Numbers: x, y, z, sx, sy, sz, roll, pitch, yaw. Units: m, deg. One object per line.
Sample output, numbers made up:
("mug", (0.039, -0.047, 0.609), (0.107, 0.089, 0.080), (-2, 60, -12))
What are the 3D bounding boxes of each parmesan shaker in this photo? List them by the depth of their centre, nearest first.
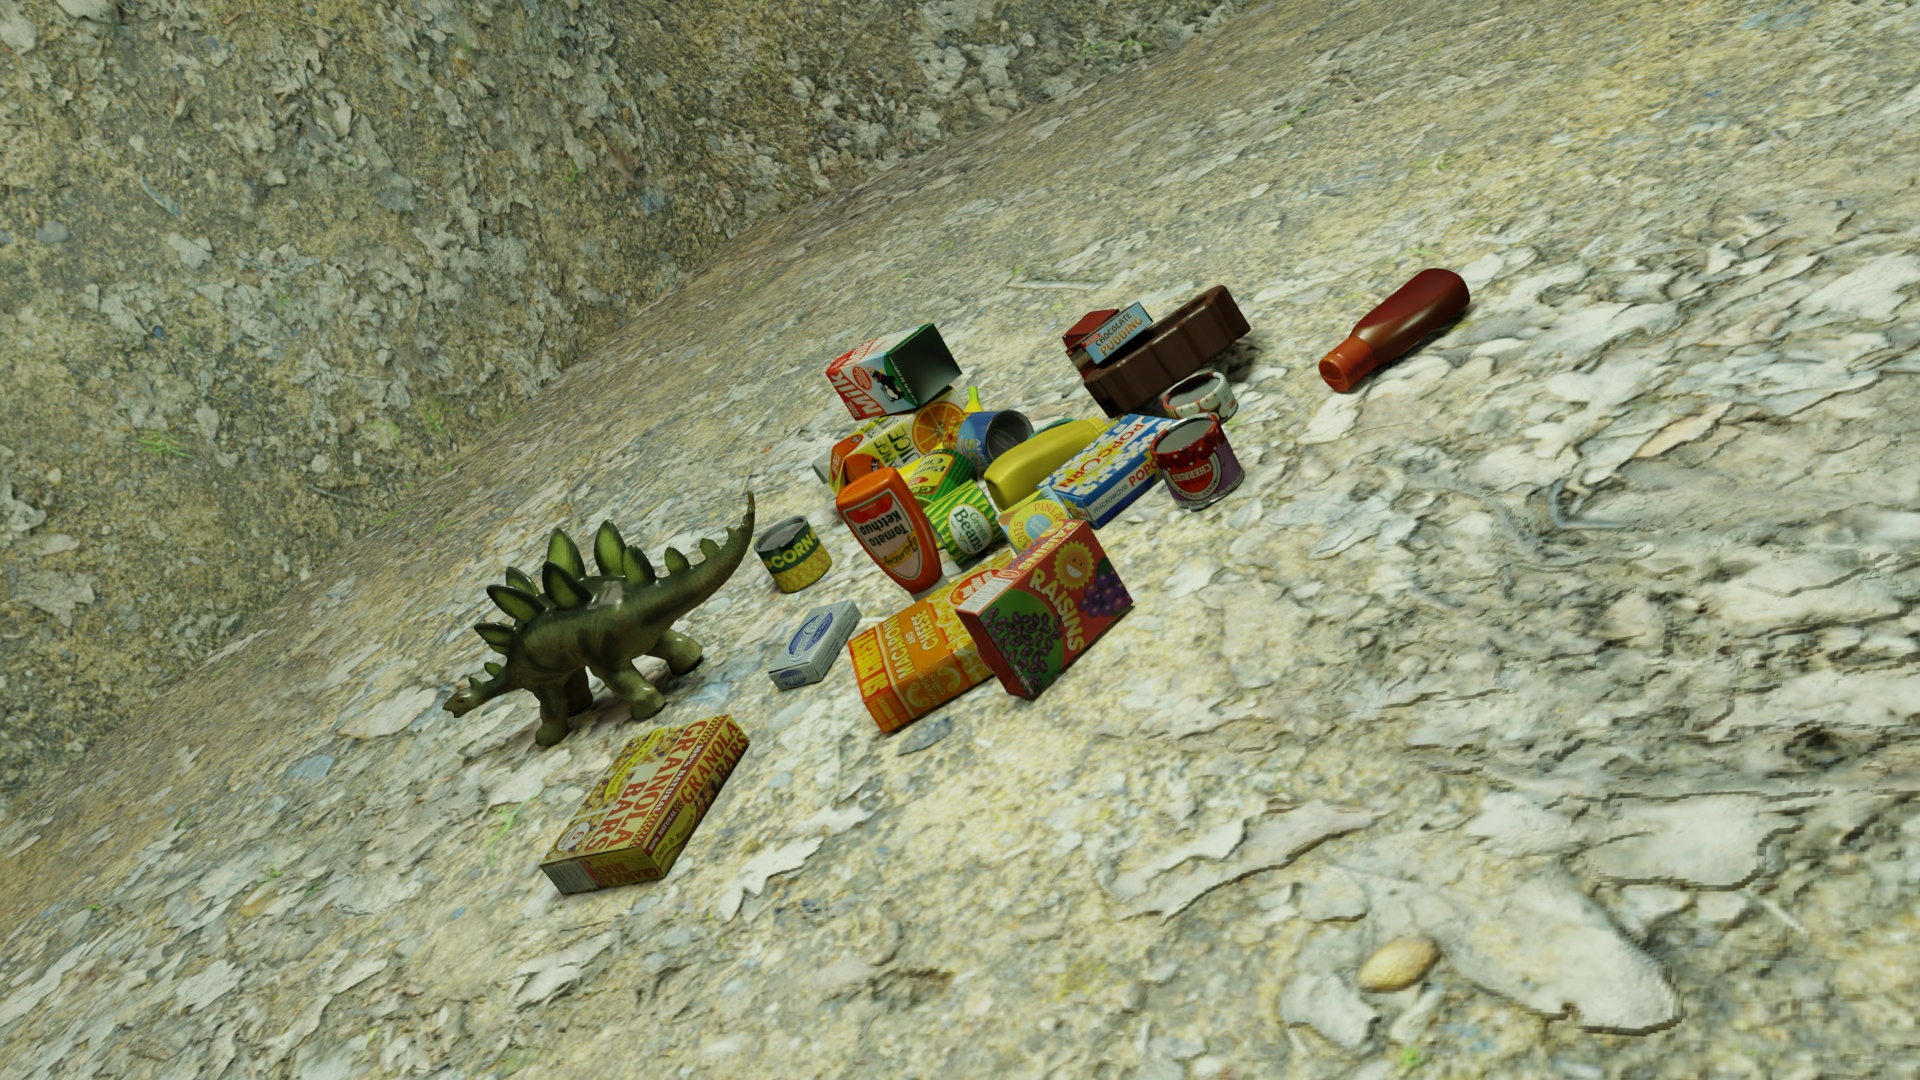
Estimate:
("parmesan shaker", (-0.030, -0.042, 1.434), (0.071, 0.071, 0.103), (-18, 25, 28))

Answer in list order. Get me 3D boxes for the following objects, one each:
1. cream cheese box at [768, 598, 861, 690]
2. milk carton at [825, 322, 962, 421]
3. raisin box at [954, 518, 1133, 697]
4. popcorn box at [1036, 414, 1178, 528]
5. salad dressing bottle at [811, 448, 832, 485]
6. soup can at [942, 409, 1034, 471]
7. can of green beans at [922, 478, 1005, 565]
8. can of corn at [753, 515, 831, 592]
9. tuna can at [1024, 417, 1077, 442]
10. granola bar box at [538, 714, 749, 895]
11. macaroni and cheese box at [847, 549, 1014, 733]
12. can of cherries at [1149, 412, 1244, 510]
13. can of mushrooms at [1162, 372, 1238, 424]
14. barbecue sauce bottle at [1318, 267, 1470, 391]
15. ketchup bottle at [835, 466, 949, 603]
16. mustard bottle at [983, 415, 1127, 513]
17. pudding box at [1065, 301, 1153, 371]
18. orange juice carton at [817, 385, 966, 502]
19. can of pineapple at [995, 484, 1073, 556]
("cream cheese box", (-0.138, 0.098, 1.330), (0.053, 0.024, 0.104), (-16, 26, 31))
("milk carton", (-0.090, -0.193, 1.628), (0.074, 0.072, 0.190), (-41, 21, -29))
("raisin box", (0.067, 0.052, 1.096), (0.124, 0.086, 0.040), (-40, 19, -22))
("popcorn box", (0.145, -0.067, 1.311), (0.127, 0.038, 0.085), (-38, 23, -17))
("salad dressing bottle", (-0.112, -0.118, 1.723), (0.148, 0.044, 0.064), (-35, 21, -13))
("soup can", (0.028, -0.105, 1.496), (0.071, 0.071, 0.083), (-42, 25, -26))
("can of green beans", (0.004, -0.017, 1.342), (0.058, 0.071, 0.071), (-33, 23, -4))
("can of corn", (-0.181, 0.016, 1.508), (0.071, 0.058, 0.071), (-25, 23, 12))
("tuna can", (0.099, -0.097, 1.434), (0.071, 0.032, 0.071), (-25, 24, 12))
("granola bar box", (-0.273, 0.227, 1.208), (0.124, 0.039, 0.166), (-16, 27, 30))
("macaroni and cheese box", (-0.009, 0.085, 1.182), (0.166, 0.040, 0.124), (-30, 23, 1))
("can of cherries", (0.206, -0.069, 1.215), (0.071, 0.058, 0.072), (-25, 23, 12))
("can of mushrooms", (0.230, -0.132, 1.348), (0.071, 0.033, 0.071), (-25, 24, 12))
("barbecue sauce bottle", (0.390, -0.191, 1.264), (0.149, 0.043, 0.065), (-37, 23, -14))
("ketchup bottle", (-0.050, 0.008, 1.248), (0.064, 0.148, 0.044), (-24, 23, 17))
("mustard bottle", (0.101, -0.081, 1.367), (0.161, 0.065, 0.049), (-31, 27, -16))
("pudding box", (0.157, -0.215, 1.470), (0.084, 0.030, 0.049), (-37, 6, -16))
("orange juice carton", (-0.079, -0.103, 1.611), (0.193, 0.073, 0.072), (-33, 22, -6))
("can of pineapple", (0.072, -0.008, 1.239), (0.058, 0.071, 0.071), (-32, 22, 0))
